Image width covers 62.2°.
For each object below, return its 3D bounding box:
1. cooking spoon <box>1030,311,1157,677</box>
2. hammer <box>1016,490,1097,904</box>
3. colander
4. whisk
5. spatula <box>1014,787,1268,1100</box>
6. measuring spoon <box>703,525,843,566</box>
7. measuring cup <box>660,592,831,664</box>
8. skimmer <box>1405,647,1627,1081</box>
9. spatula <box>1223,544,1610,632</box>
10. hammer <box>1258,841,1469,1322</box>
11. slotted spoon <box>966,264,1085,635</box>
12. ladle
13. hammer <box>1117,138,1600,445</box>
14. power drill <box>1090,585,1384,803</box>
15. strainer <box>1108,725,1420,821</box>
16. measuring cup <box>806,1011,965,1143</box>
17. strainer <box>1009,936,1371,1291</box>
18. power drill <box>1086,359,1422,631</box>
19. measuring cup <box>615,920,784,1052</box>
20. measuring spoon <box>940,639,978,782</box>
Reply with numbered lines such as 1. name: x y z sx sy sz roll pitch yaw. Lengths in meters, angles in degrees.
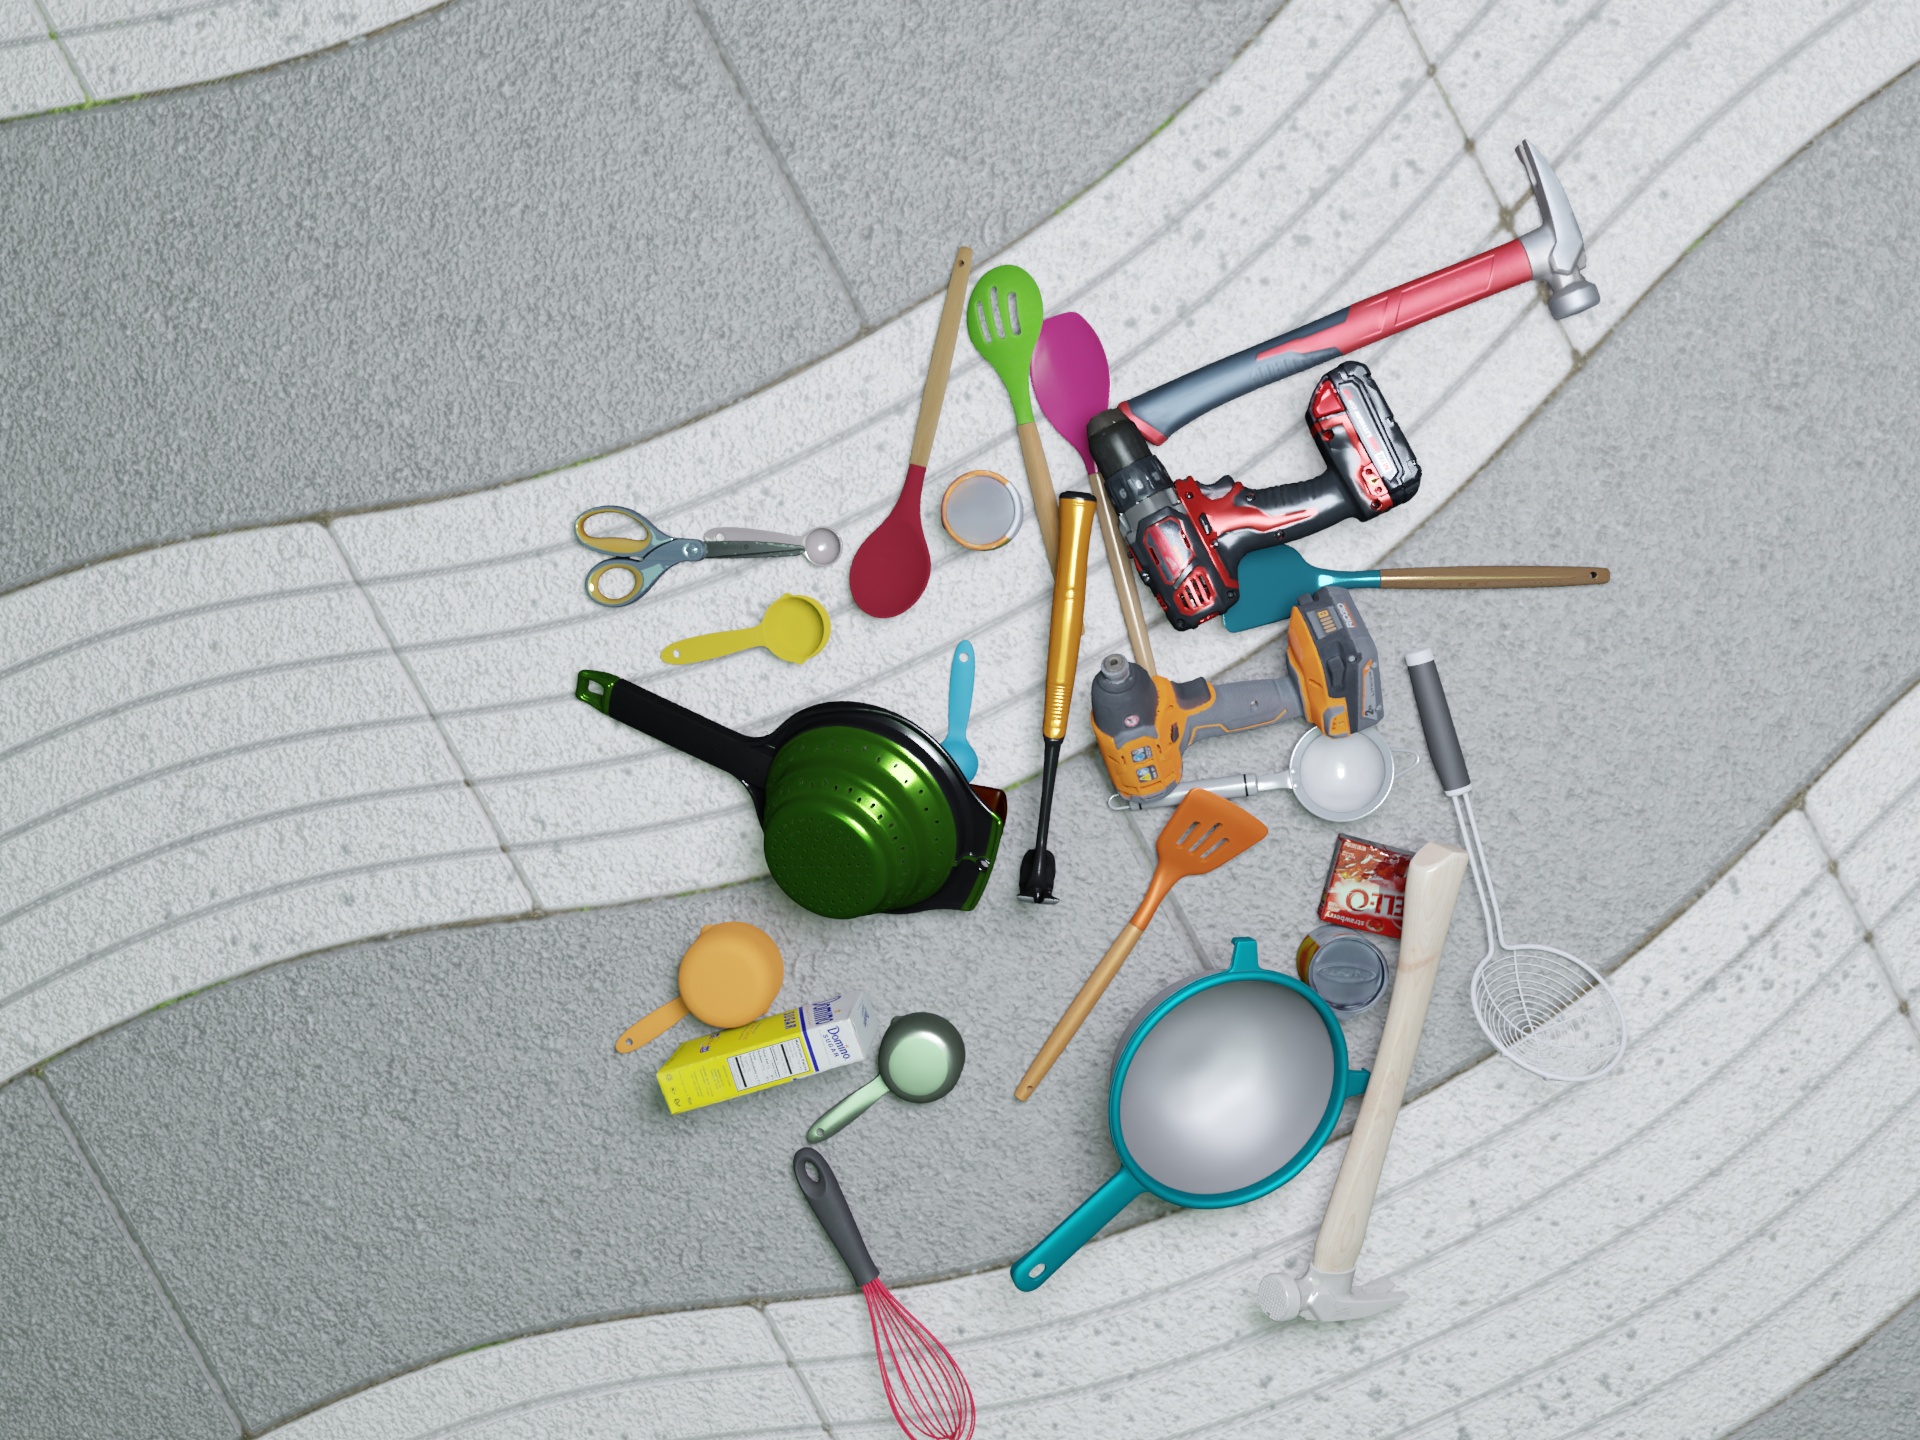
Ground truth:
1. cooking spoon: 0.120 -0.181 1.329 0.069 0.017 0.319 -12 96 26
2. hammer: 0.079 -0.018 1.298 0.034 0.127 0.337 6 95 2
3. colander: -0.166 0.061 1.313 0.397 0.094 0.204 24 124 11
4. whisk: -0.071 0.510 1.401 0.073 0.073 0.296 -29 86 7
5. spatula: 0.139 0.198 1.356 0.081 0.041 0.322 30 99 -16
6. measuring spoon: -0.159 -0.153 1.360 0.124 0.018 0.034 6 103 11
7. measuring cup: -0.184 -0.071 1.368 0.156 0.029 0.062 -10 95 17
8. skimmer: 0.443 0.114 1.298 0.127 0.090 0.363 -18 93 -21
9. spatula: 0.371 -0.115 1.303 0.317 0.044 0.082 -1 90 4
10. hammer: 0.357 0.301 1.308 0.146 0.038 0.410 7 100 -30
11. slotted spoon: 0.063 -0.222 1.324 0.070 0.031 0.313 -10 98 27
12. ladle: -0.031 -0.239 1.332 0.069 0.031 0.315 14 95 12
13. hammer: 0.307 -0.330 1.289 0.386 0.038 0.143 -21 93 7
14. power drill: 0.214 -0.025 1.271 0.226 0.164 0.084 -19 52 5
15. strainer: 0.251 0.052 1.333 0.258 0.050 0.087 -8 76 11
16. measuring cup: -0.070 0.323 1.387 0.167 0.038 0.083 -38 92 5
17. strainer: 0.161 0.333 1.323 0.340 0.095 0.210 -43 111 -1
18. power drill: 0.225 -0.198 1.254 0.226 0.080 0.188 -28 87 9
19. measuring cup: -0.236 0.246 1.385 0.173 0.052 0.095 -34 92 5
20. measuring spoon: -0.002 -0.004 1.355 0.042 0.021 0.128 6 98 4
